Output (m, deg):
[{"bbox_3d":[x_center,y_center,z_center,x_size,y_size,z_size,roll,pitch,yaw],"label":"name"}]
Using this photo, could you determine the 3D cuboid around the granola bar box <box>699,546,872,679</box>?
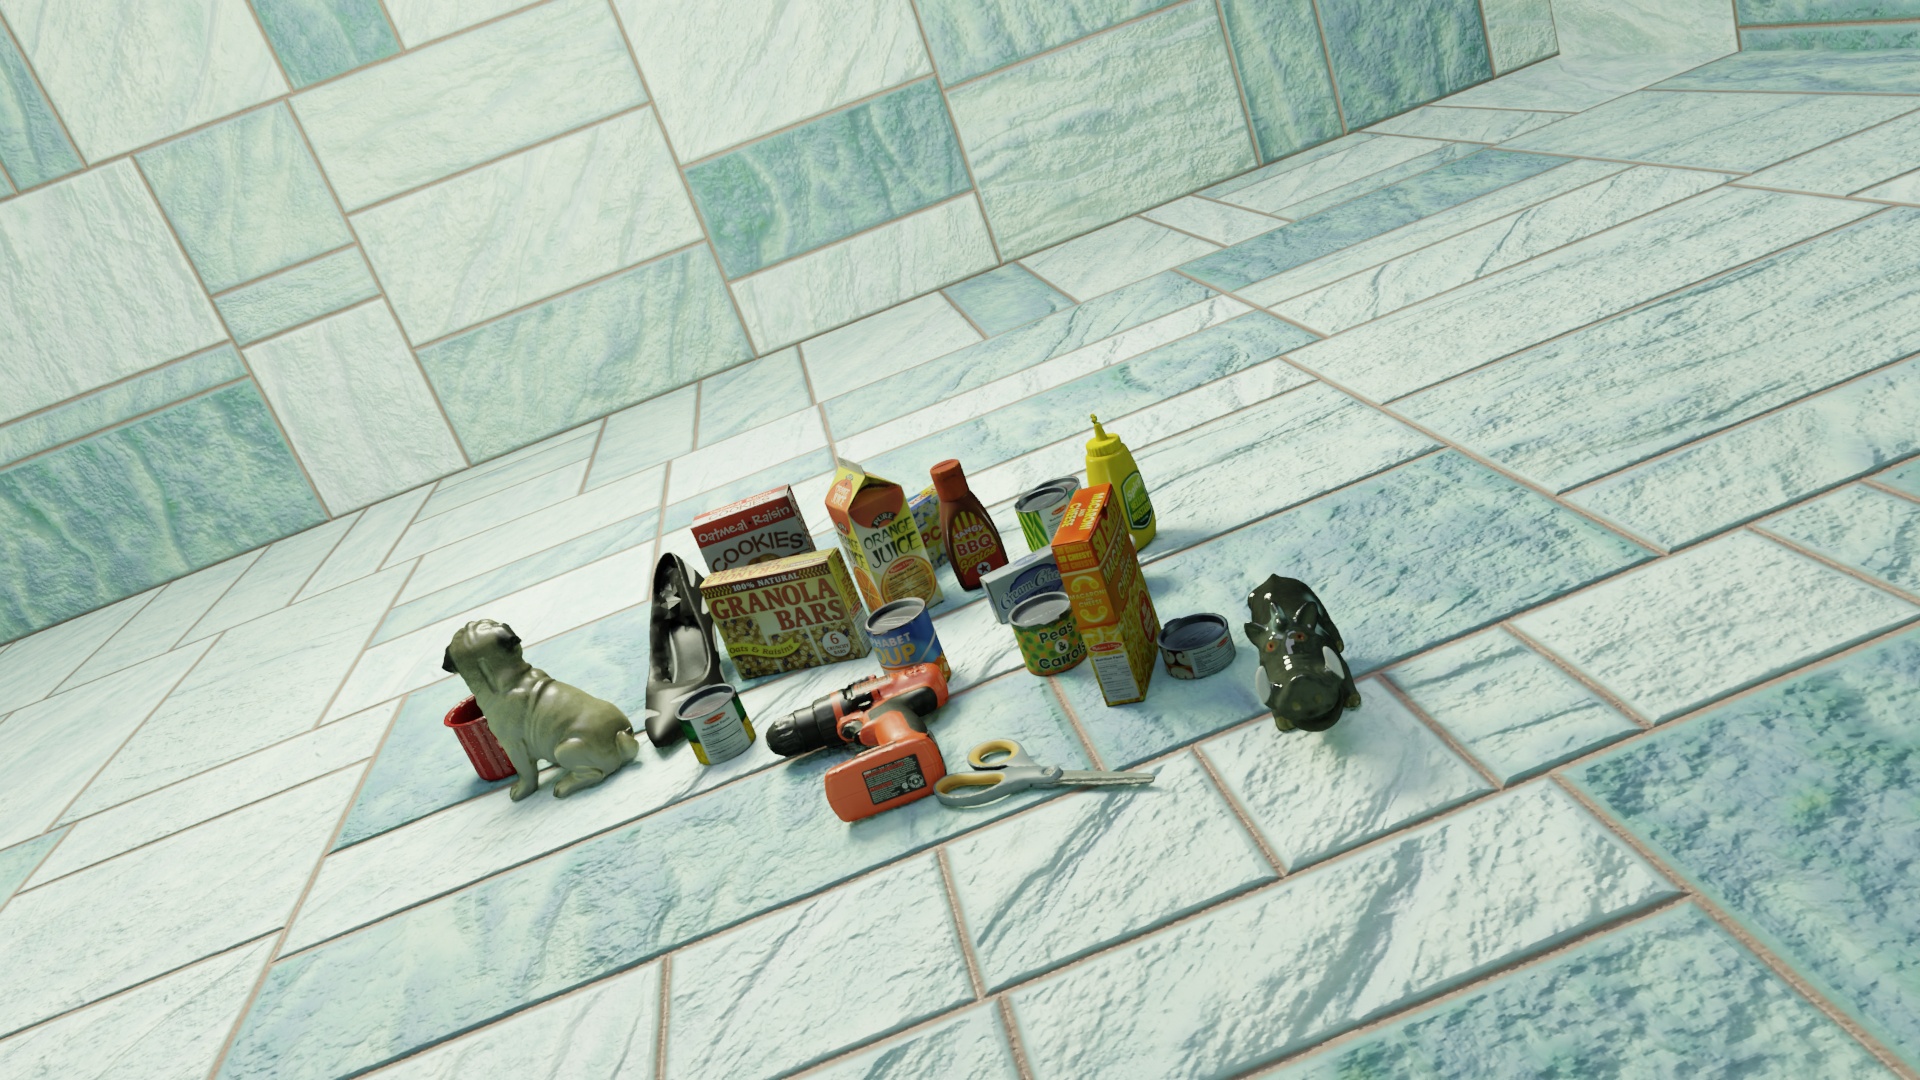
[{"bbox_3d":[-0.192,0.083,1.545,0.165,0.123,0.039,-12,22,21],"label":"granola bar box"}]

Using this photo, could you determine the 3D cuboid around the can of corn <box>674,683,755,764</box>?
[{"bbox_3d":[-0.252,0.188,1.431,0.071,0.058,0.071,-18,21,7],"label":"can of corn"}]

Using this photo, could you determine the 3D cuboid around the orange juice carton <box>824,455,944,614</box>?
[{"bbox_3d":[-0.093,-0.006,1.578,0.073,0.192,0.072,-28,21,-19],"label":"orange juice carton"}]

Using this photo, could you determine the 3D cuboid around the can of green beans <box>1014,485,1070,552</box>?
[{"bbox_3d":[0.103,-0.024,1.633,0.071,0.057,0.071,-18,21,7],"label":"can of green beans"}]

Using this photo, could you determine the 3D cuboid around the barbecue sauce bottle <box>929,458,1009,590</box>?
[{"bbox_3d":[0.006,-0.020,1.584,0.065,0.148,0.044,-21,20,-2],"label":"barbecue sauce bottle"}]

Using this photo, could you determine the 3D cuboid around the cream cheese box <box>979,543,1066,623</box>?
[{"bbox_3d":[0.077,0.044,1.494,0.104,0.053,0.024,-25,21,-12],"label":"cream cheese box"}]

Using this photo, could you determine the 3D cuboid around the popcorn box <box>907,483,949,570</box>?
[{"bbox_3d":[-0.039,-0.013,1.697,0.127,0.085,0.038,-34,24,-33],"label":"popcorn box"}]

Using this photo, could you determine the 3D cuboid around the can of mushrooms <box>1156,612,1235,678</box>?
[{"bbox_3d":[0.214,0.095,1.267,0.071,0.033,0.071,-18,21,7],"label":"can of mushrooms"}]

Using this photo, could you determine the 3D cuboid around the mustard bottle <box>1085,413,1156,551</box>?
[{"bbox_3d":[0.170,-0.066,1.530,0.049,0.159,0.065,-1,28,42],"label":"mustard bottle"}]

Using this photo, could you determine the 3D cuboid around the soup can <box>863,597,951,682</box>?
[{"bbox_3d":[-0.054,0.111,1.404,0.071,0.083,0.071,-18,20,7],"label":"soup can"}]

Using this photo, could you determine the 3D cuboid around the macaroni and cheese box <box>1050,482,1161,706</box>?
[{"bbox_3d":[0.137,0.047,1.270,0.040,0.166,0.124,-12,22,22],"label":"macaroni and cheese box"}]

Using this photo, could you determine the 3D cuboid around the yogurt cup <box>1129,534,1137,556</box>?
[{"bbox_3d":[0.157,0.030,1.455,0.072,0.053,0.072,-18,21,7],"label":"yogurt cup"}]

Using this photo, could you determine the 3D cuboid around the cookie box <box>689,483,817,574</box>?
[{"bbox_3d":[-0.231,0.031,1.649,0.123,0.167,0.040,-19,20,4],"label":"cookie box"}]

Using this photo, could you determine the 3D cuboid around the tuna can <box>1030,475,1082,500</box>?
[{"bbox_3d":[0.118,-0.051,1.720,0.071,0.032,0.071,-18,21,7],"label":"tuna can"}]

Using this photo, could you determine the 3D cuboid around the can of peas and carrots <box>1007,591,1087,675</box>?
[{"bbox_3d":[0.088,0.092,1.357,0.071,0.058,0.071,-18,21,7],"label":"can of peas and carrots"}]
